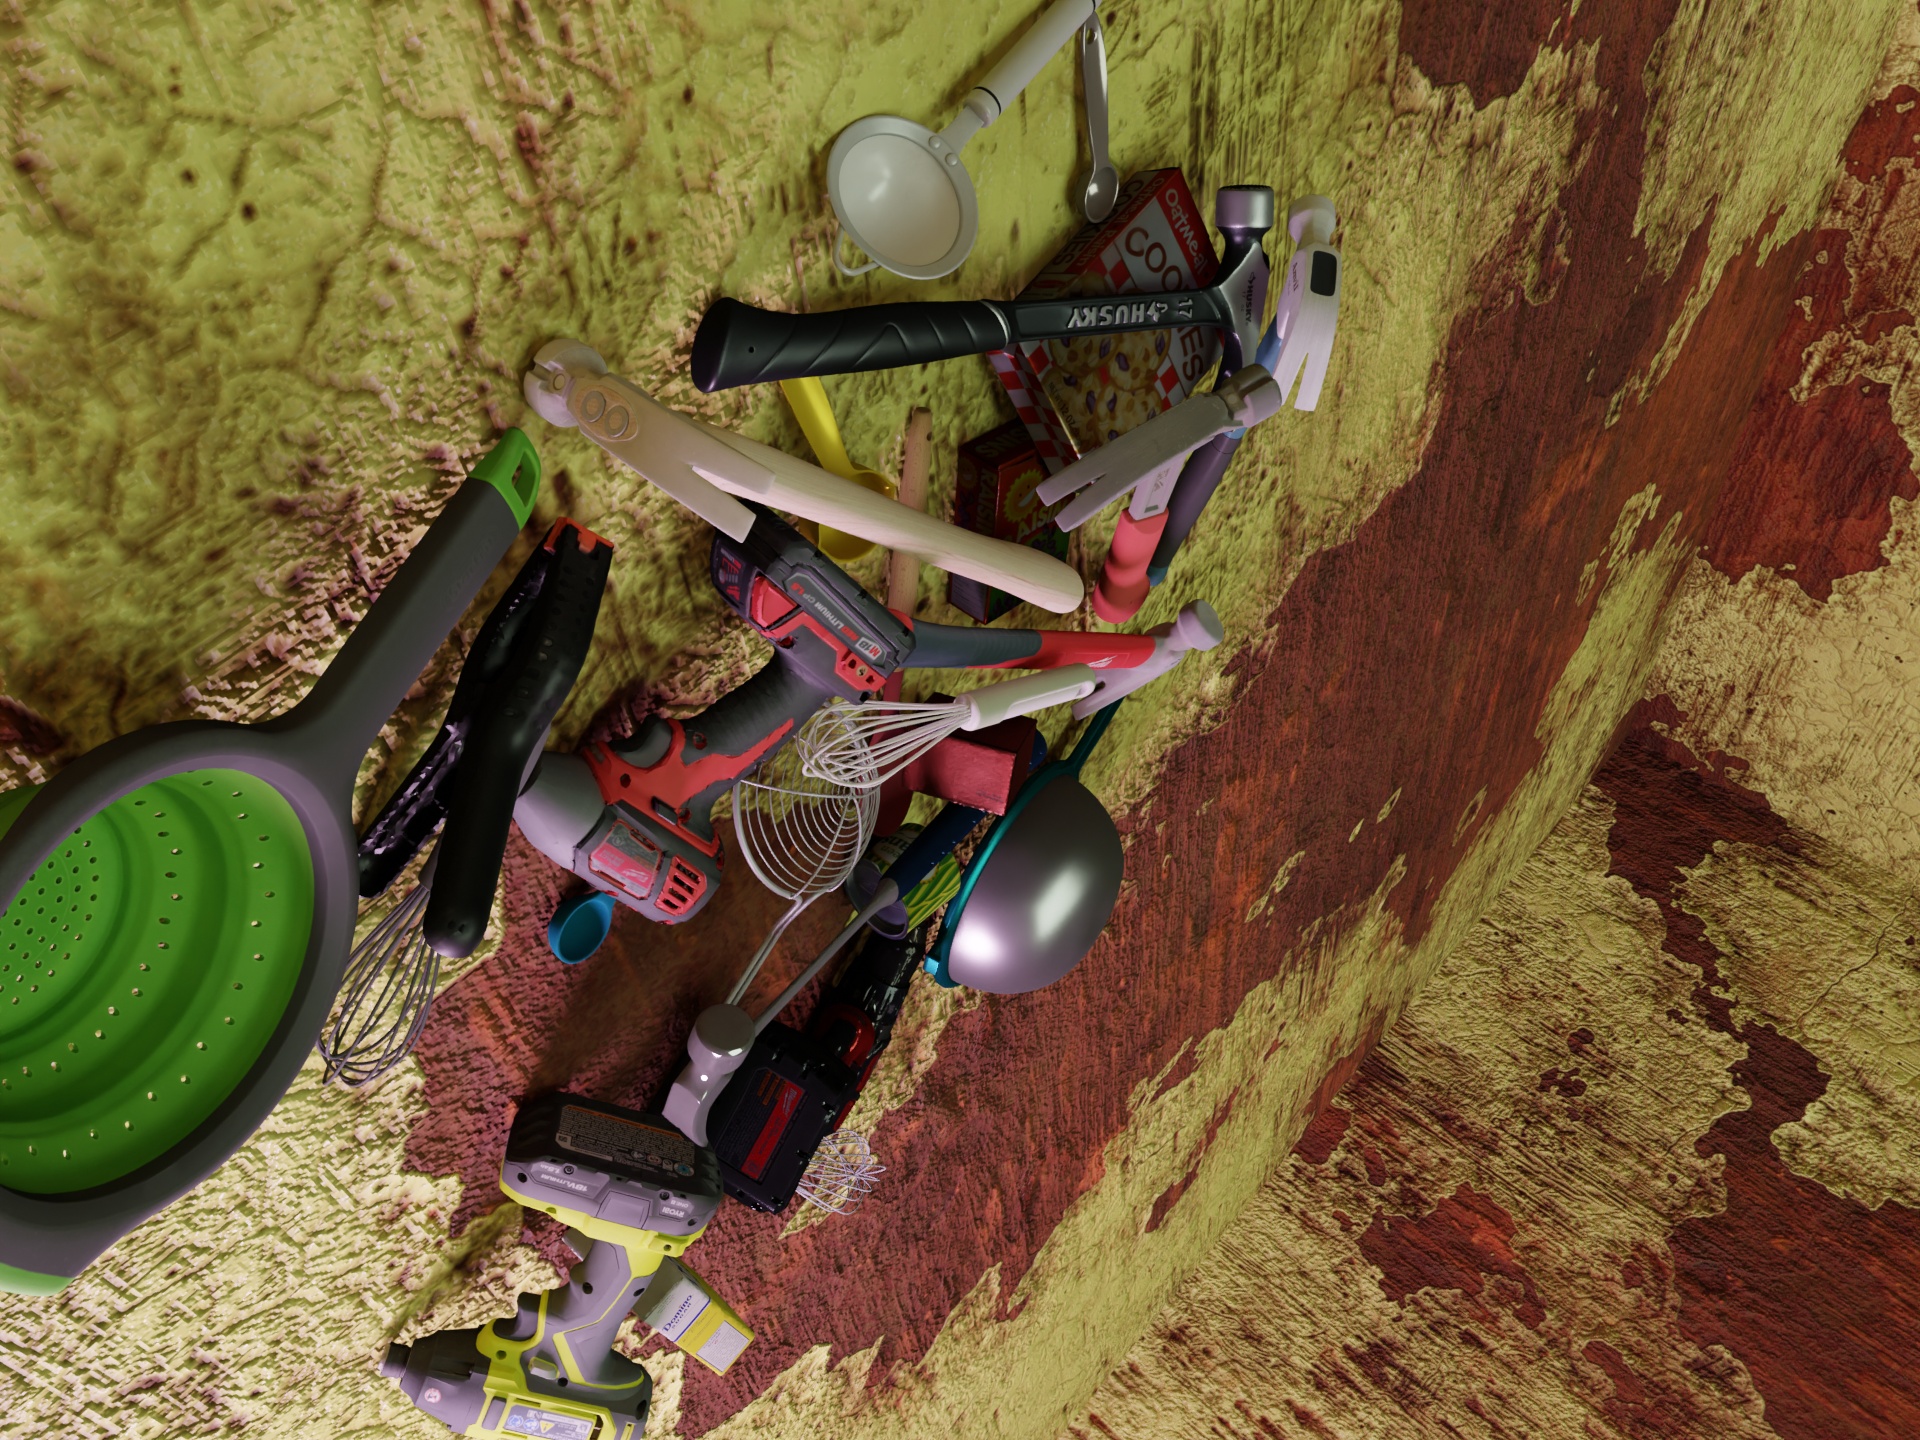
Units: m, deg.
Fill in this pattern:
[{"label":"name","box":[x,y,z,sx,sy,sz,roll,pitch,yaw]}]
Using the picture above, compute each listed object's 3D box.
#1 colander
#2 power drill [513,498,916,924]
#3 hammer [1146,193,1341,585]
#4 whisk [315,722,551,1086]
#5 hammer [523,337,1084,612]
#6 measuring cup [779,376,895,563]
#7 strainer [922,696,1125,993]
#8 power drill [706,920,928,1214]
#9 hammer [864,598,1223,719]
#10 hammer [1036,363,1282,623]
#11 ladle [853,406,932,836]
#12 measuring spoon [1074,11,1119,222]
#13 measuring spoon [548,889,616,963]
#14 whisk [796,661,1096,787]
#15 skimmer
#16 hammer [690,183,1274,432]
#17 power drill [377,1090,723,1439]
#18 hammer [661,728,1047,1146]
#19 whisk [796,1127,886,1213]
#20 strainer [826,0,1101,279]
[{"label":"colander","box":[-0.308,0.023,0.655,0.204,0.094,0.397,76,35,-57]},{"label":"power drill","box":[-0.142,-0.003,0.858,0.219,0.079,0.143,-50,128,0]},{"label":"hammer","box":[0.185,-0.200,1.108,0.330,0.033,0.128,115,-18,-59]},{"label":"whisk","box":[-0.262,0.082,0.796,0.239,0.055,0.055,-60,151,8]},{"label":"hammer","box":[-0.034,-0.101,0.843,0.410,0.146,0.038,12,110,-57]},{"label":"measuring cup","box":[-0.081,-0.153,0.880,0.062,0.029,0.156,-43,139,-20]},{"label":"strainer","box":[0.104,0.090,1.301,0.340,0.095,0.210,-59,161,-4]},{"label":"power drill","box":[-0.096,0.235,1.140,0.188,0.080,0.226,-62,171,9]},{"label":"hammer","box":[0.035,-0.041,1.087,0.143,0.038,0.386,-31,164,32]},{"label":"hammer","box":[0.111,-0.121,1.054,0.149,0.037,0.359,-31,171,-7]},{"label":"ladle","box":[-0.040,-0.056,1.031,0.069,0.031,0.315,-42,148,-48]},{"label":"measuring spoon","box":[0.074,-0.352,0.928,0.034,0.018,0.124,-42,141,-32]},{"label":"measuring spoon","box":[-0.204,0.083,0.936,0.129,0.021,0.042,-59,152,-15]},{"label":"whisk","box":[-0.002,-0.003,1.001,0.246,0.059,0.057,-16,150,-40]},{"label":"skimmer","box":[-0.159,0.150,1.053,0.127,0.090,0.363,-5,133,-54]},{"label":"hammer","box":[0.031,-0.218,0.892,0.409,0.036,0.149,-16,115,-36]},{"label":"power drill","box":[-0.256,0.357,1.006,0.171,0.080,0.223,20,104,-15]},{"label":"hammer","box":[-0.057,0.122,1.048,0.405,0.035,0.144,-44,167,-45]},{"label":"whisk","box":[-0.145,0.343,1.247,0.070,0.070,0.284,-56,146,-1]},{"label":"strainer","box":[0.006,-0.313,0.830,0.086,0.050,0.258,44,70,-17]}]
